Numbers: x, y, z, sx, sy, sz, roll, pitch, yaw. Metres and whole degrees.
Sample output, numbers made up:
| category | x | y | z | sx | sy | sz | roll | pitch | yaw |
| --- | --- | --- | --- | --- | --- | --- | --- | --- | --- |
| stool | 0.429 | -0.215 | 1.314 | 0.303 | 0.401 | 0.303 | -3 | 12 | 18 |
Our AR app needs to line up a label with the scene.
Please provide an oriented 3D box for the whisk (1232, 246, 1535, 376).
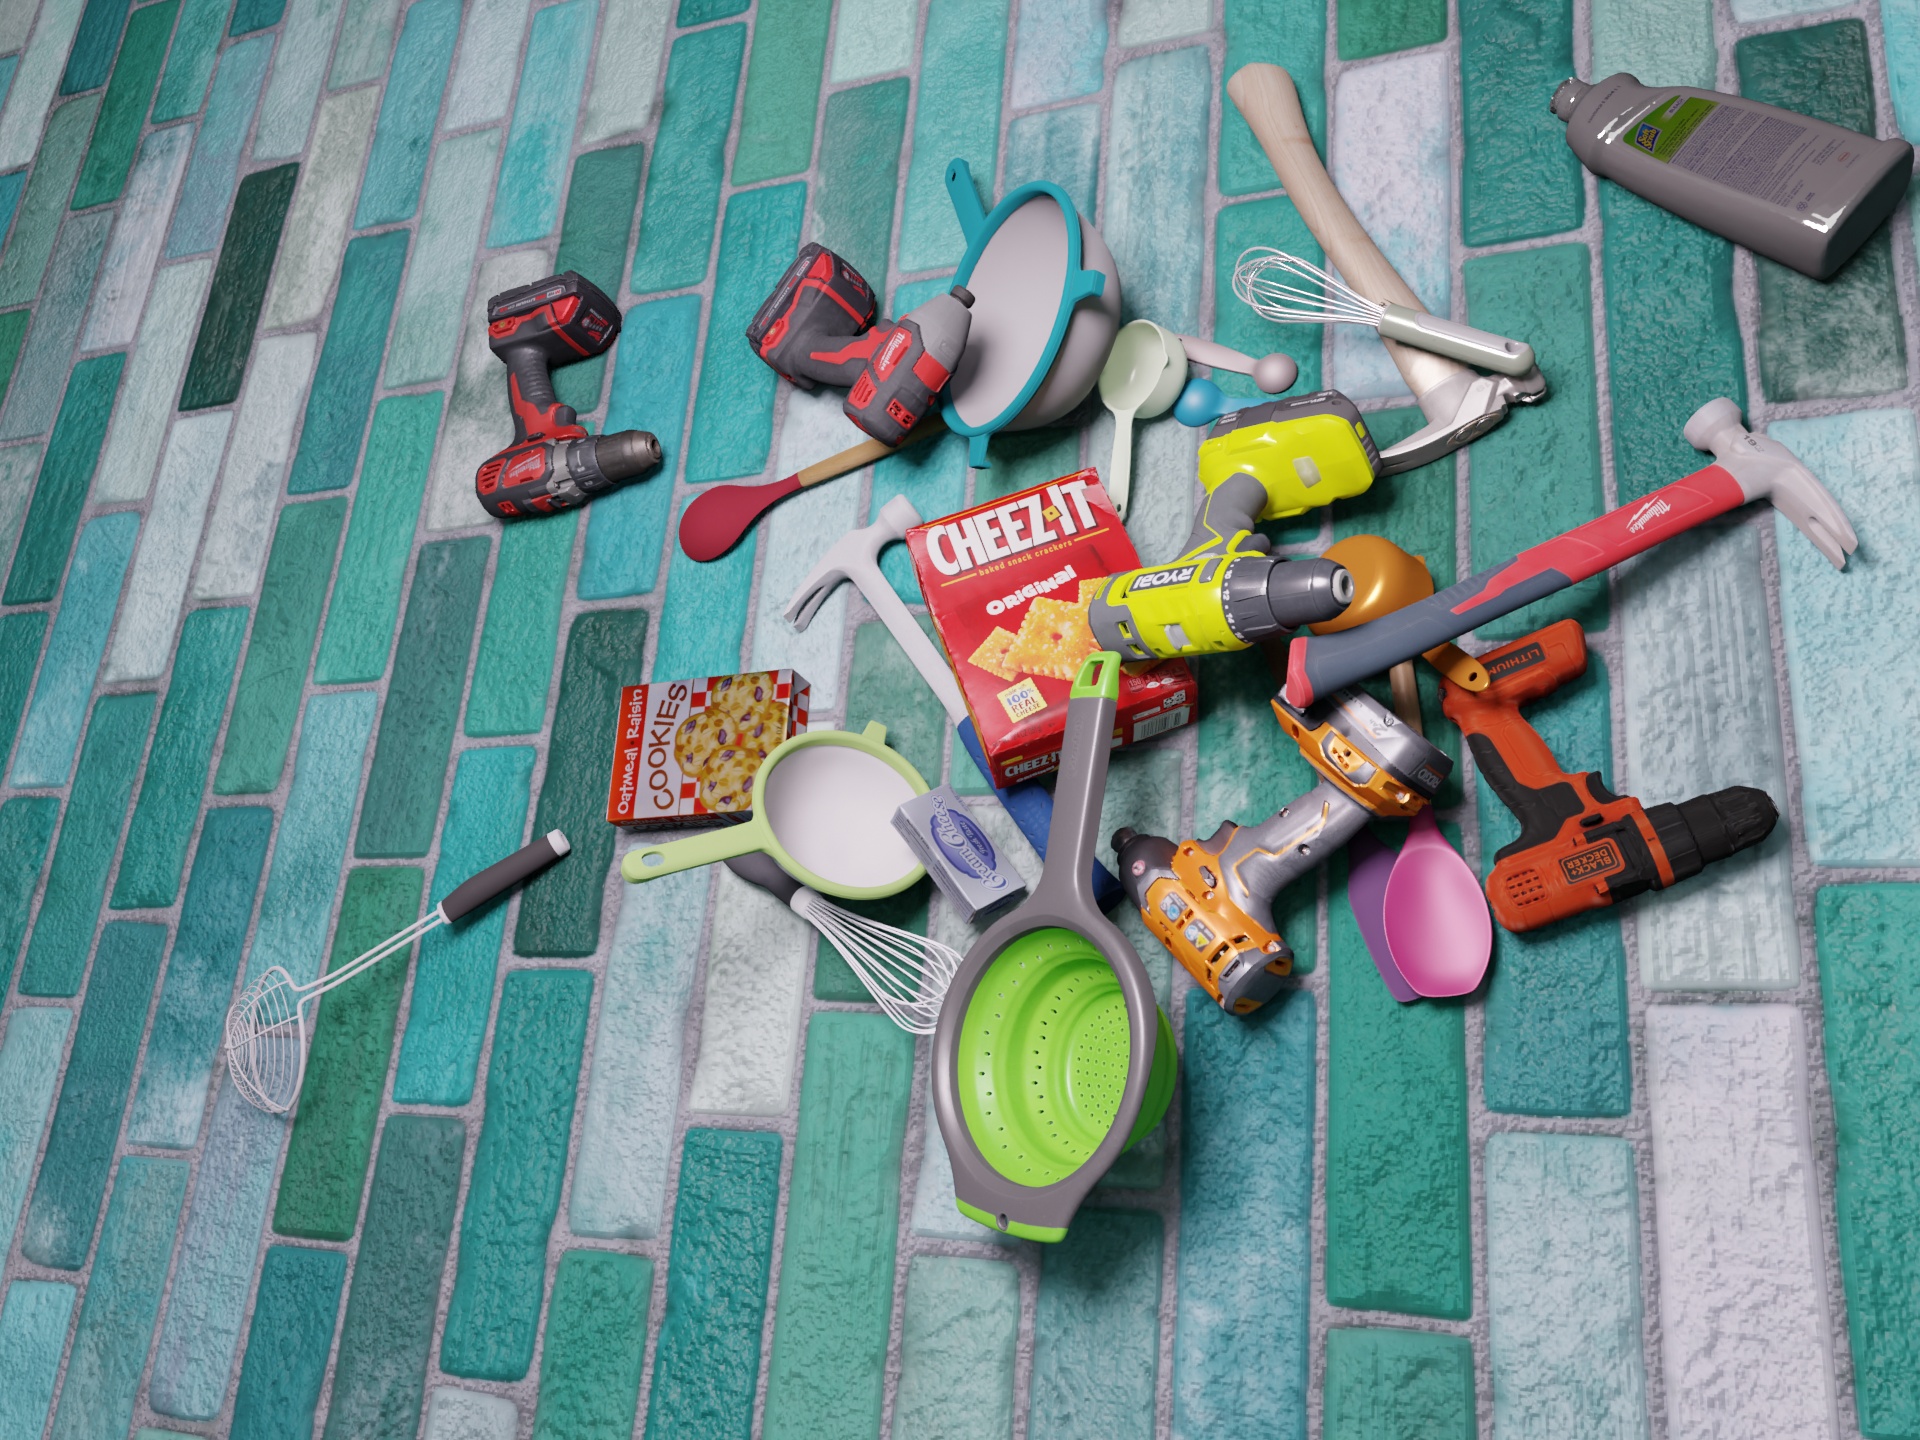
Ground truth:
| category | x | y | z | sx | sy | sz | roll | pitch | yaw |
| --- | --- | --- | --- | --- | --- | --- | --- | --- | --- |
| whisk | 0.314 | -0.305 | 1.197 | 0.246 | 0.059 | 0.058 | 27 | 57 | 28 |

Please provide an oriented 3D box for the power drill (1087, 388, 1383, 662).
| category | x | y | z | sx | sy | sz | roll | pitch | yaw |
| --- | --- | --- | --- | --- | --- | --- | --- | --- | --- |
| power drill | 0.213 | -0.134 | 1.125 | 0.190 | 0.080 | 0.229 | -6 | 39 | 42 |

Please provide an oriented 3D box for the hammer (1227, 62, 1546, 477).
| category | x | y | z | sx | sy | sz | roll | pitch | yaw |
| --- | --- | --- | --- | --- | --- | --- | --- | --- | --- |
| hammer | 0.302 | -0.378 | 1.277 | 0.146 | 0.038 | 0.411 | -29 | 61 | 13 |

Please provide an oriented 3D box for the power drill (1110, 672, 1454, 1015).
| category | x | y | z | sx | sy | sz | roll | pitch | yaw |
| --- | --- | --- | --- | --- | --- | --- | --- | --- | --- |
| power drill | 0.210 | 0.069 | 1.105 | 0.226 | 0.084 | 0.164 | -52 | 53 | 11 |

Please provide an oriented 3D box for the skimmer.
| category | x | y | z | sx | sy | sz | roll | pitch | yaw |
| --- | --- | --- | --- | --- | --- | --- | --- | --- | --- |
| skimmer | -0.491 | 0.211 | 1.400 | 0.363 | 0.090 | 0.127 | -32 | 58 | -2 |

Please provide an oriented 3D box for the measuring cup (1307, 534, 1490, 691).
| category | x | y | z | sx | sy | sz | roll | pitch | yaw |
| --- | --- | --- | --- | --- | --- | --- | --- | --- | --- |
| measuring cup | 0.302 | -0.070 | 1.107 | 0.095 | 0.052 | 0.174 | -54 | 32 | 12 |

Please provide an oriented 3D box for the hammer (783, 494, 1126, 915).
| category | x | y | z | sx | sy | sz | roll | pitch | yaw |
| --- | --- | --- | --- | --- | --- | --- | --- | --- | --- |
| hammer | -0.002 | -0.004 | 1.265 | 0.144 | 0.035 | 0.406 | -38 | 60 | 6 |

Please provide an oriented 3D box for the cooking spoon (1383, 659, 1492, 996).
| category | x | y | z | sx | sy | sz | roll | pitch | yaw |
| --- | --- | --- | --- | --- | --- | --- | --- | --- | --- |
| cooking spoon | 0.319 | 0.036 | 1.113 | 0.069 | 0.017 | 0.319 | -7 | 65 | 14 |

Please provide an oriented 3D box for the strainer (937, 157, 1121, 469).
| category | x | y | z | sx | sy | sz | roll | pitch | yaw |
| --- | --- | --- | --- | --- | --- | --- | --- | --- | --- |
| strainer | 0.057 | -0.370 | 1.346 | 0.211 | 0.095 | 0.341 | -54 | 35 | 36 |

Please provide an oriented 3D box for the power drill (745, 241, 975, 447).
| category | x | y | z | sx | sy | sz | roll | pitch | yaw |
| --- | --- | --- | --- | --- | --- | --- | --- | --- | --- |
| power drill | -0.080 | -0.329 | 1.365 | 0.143 | 0.078 | 0.220 | -54 | 44 | 2 |

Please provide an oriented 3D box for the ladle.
| category | x | y | z | sx | sy | sz | roll | pitch | yaw |
| --- | --- | --- | --- | --- | --- | --- | --- | --- | --- |
| ladle | -0.117 | -0.221 | 1.405 | 0.315 | 0.031 | 0.069 | -21 | 65 | 13 |

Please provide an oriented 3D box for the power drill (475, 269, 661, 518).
| category | x | y | z | sx | sy | sz | roll | pitch | yaw |
| --- | --- | --- | --- | --- | --- | --- | --- | --- | --- |
| power drill | -0.373 | -0.311 | 1.524 | 0.188 | 0.080 | 0.227 | -11 | 69 | 20 |

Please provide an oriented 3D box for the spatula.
| category | x | y | z | sx | sy | sz | roll | pitch | yaw |
| --- | --- | --- | --- | --- | --- | --- | --- | --- | --- |
| spatula | 0.271 | 0.048 | 1.135 | 0.060 | 0.018 | 0.316 | -22 | 64 | 5 |

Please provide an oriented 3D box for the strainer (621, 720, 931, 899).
| category | x | y | z | sx | sy | sz | roll | pitch | yaw |
| --- | --- | --- | --- | --- | --- | --- | --- | --- | --- |
| strainer | -0.139 | 0.096 | 1.207 | 0.256 | 0.069 | 0.152 | -13 | 61 | -31 |

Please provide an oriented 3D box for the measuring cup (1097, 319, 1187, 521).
| category | x | y | z | sx | sy | sz | roll | pitch | yaw |
| --- | --- | --- | --- | --- | --- | --- | --- | --- | --- |
| measuring cup | 0.146 | -0.238 | 1.290 | 0.083 | 0.038 | 0.167 | 4 | 87 | 52 |

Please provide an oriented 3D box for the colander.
| category | x | y | z | sx | sy | sz | roll | pitch | yaw |
| --- | --- | --- | --- | --- | --- | --- | --- | --- | --- |
| colander | 0.093 | 0.153 | 1.100 | 0.204 | 0.094 | 0.397 | -3 | 74 | 50 |

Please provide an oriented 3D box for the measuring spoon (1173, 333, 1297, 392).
| category | x | y | z | sx | sy | sz | roll | pitch | yaw |
| --- | --- | --- | --- | --- | --- | --- | --- | --- | --- |
| measuring spoon | 0.215 | -0.297 | 1.292 | 0.124 | 0.018 | 0.034 | 26 | 82 | 30 |

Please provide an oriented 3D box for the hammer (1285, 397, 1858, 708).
| category | x | y | z | sx | sy | sz | roll | pitch | yaw |
| --- | --- | --- | --- | --- | --- | --- | --- | --- | --- |
| hammer | 0.394 | -0.088 | 1.054 | 0.386 | 0.038 | 0.143 | -25 | 61 | -8 |

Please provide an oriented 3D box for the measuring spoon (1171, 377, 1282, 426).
| category | x | y | z | sx | sy | sz | roll | pitch | yaw |
| --- | --- | --- | --- | --- | --- | --- | --- | --- | --- |
| measuring spoon | 0.227 | -0.253 | 1.267 | 0.129 | 0.021 | 0.042 | 12 | 76 | 29 |

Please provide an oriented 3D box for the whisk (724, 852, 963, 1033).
| category | x | y | z | sx | sy | sz | roll | pitch | yaw |
| --- | --- | --- | --- | --- | --- | --- | --- | --- | --- |
| whisk | -0.098 | 0.158 | 1.235 | 0.285 | 0.070 | 0.070 | 29 | 84 | 35 |
